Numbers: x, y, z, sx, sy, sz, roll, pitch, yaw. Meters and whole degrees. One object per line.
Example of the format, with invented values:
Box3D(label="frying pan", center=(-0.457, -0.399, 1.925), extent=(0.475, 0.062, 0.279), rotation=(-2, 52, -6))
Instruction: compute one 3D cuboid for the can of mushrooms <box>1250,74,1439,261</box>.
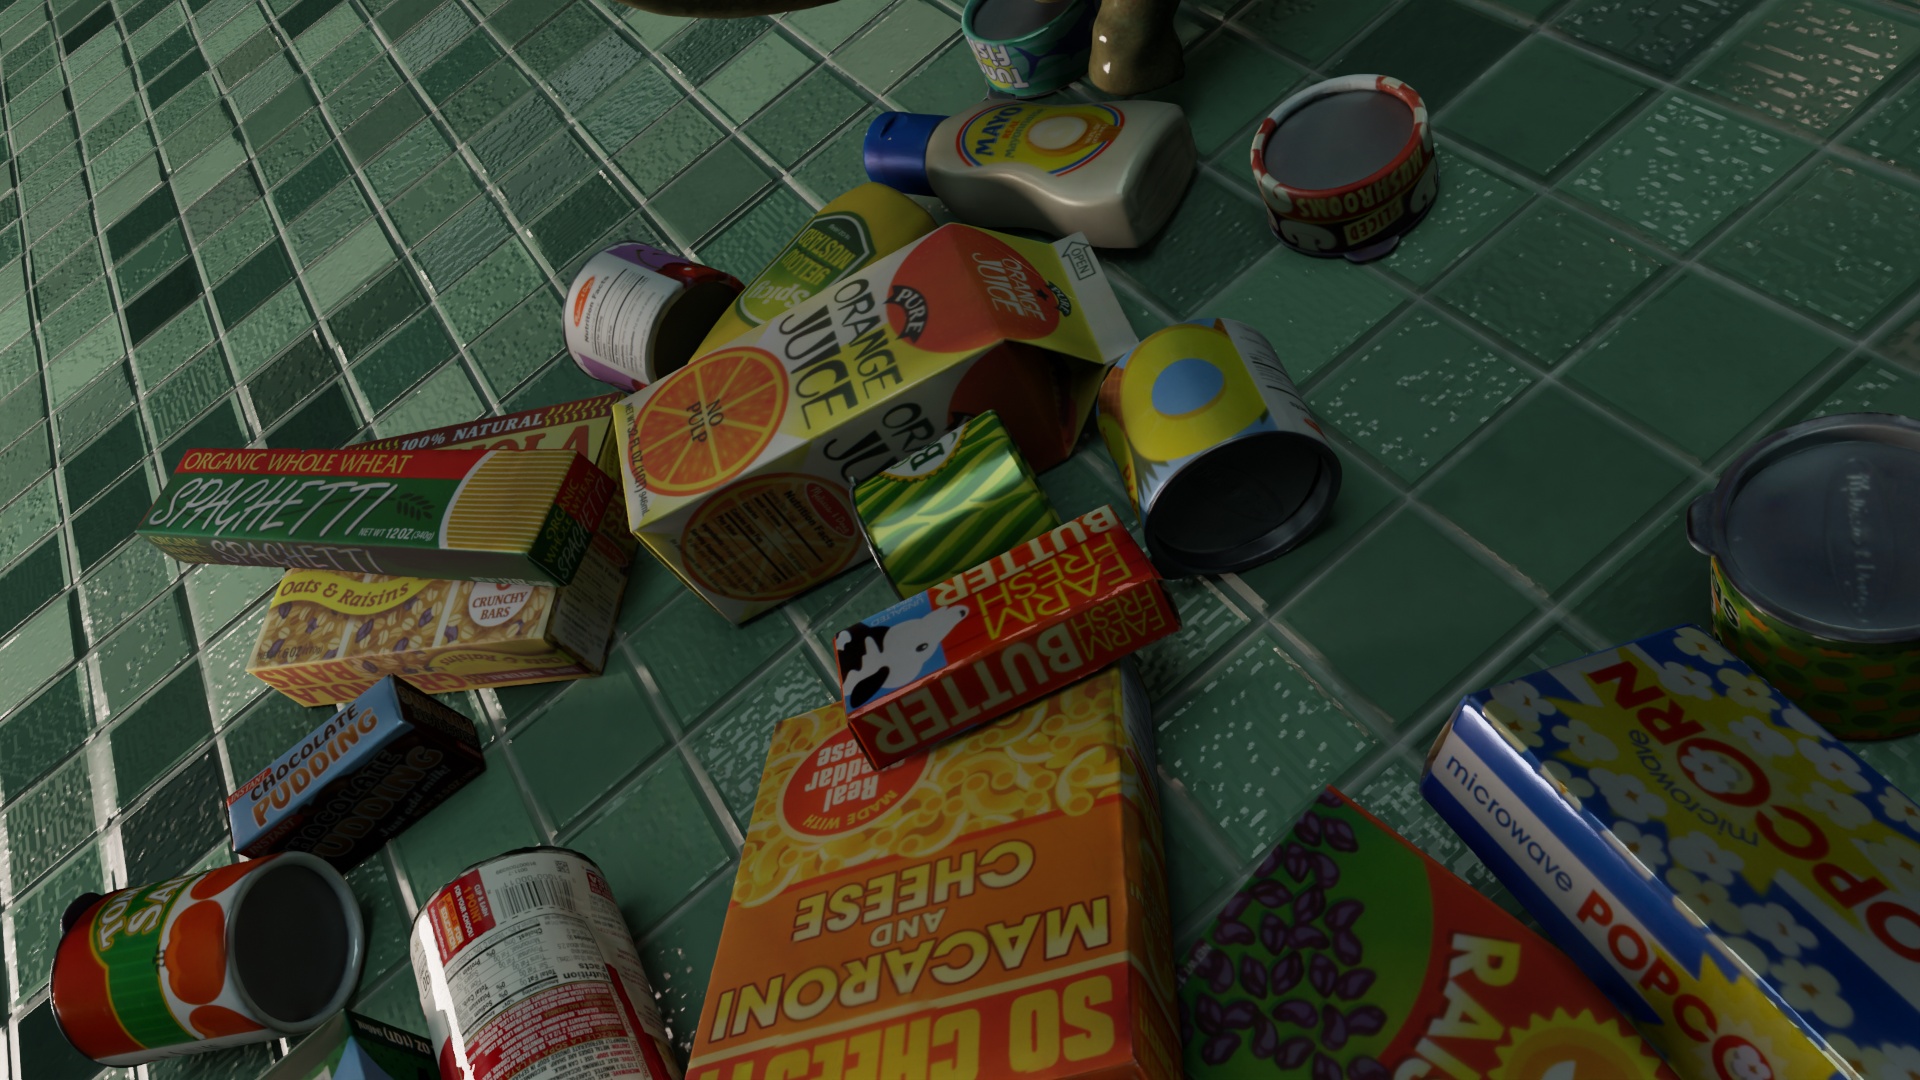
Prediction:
Box3D(label="can of mushrooms", center=(0.146, -0.142, 0.528), extent=(0.071, 0.033, 0.071), rotation=(-14, 52, 18))

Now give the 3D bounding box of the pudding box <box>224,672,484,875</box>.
Box3D(label="pudding box", center=(-0.239, 0.095, 0.550), extent=(0.084, 0.049, 0.030), rotation=(-37, 50, -1))

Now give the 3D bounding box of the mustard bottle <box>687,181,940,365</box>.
Box3D(label="mustard bottle", center=(-0.074, -0.082, 0.590), extent=(0.160, 0.048, 0.065), rotation=(-46, 48, -9))

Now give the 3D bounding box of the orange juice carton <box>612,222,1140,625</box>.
Box3D(label="orange juice carton", center=(-0.028, -0.051, 0.529), extent=(0.192, 0.072, 0.072), rotation=(-27, 49, 8))

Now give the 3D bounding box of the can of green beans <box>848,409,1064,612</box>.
Box3D(label="can of green beans", center=(0.003, -0.004, 0.483), extent=(0.058, 0.071, 0.071), rotation=(-30, 49, 5))

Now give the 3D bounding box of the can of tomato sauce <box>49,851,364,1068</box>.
Box3D(label="can of tomato sauce", center=(-0.278, 0.154, 0.517), extent=(0.083, 0.071, 0.071), rotation=(-15, 52, 17))

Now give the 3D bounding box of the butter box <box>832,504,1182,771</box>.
Box3D(label="butter box", center=(0.012, 0.028, 0.431), extent=(0.103, 0.024, 0.053), rotation=(-25, 27, 3))

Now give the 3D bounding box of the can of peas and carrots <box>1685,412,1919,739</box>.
Box3D(label="can of peas and carrots", center=(0.228, 0.011, 0.360), extent=(0.071, 0.058, 0.071), rotation=(-14, 52, 19))

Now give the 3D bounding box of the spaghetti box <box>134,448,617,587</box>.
Box3D(label="spaghetti box", center=(-0.259, -0.012, 0.597), extent=(0.250, 0.028, 0.050), rotation=(2, 59, 28))

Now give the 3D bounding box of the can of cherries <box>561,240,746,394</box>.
Box3D(label="can of cherries", center=(-0.130, -0.094, 0.618), extent=(0.058, 0.071, 0.072), rotation=(23, 71, 33))

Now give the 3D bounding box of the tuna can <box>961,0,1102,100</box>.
Box3D(label="tuna can", center=(0.034, -0.243, 0.658), extent=(0.071, 0.032, 0.071), rotation=(-14, 52, 18))

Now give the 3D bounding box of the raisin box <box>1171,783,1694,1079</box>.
Box3D(label="raisin box", center=(0.117, 0.132, 0.345), extent=(0.086, 0.040, 0.123), rotation=(-46, 50, -9))

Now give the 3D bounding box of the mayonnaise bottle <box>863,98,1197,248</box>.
Box3D(label="mayonnaise bottle", center=(0.024, -0.163, 0.601), extent=(0.148, 0.041, 0.065), rotation=(16, 63, 34))

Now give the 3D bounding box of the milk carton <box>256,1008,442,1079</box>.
Box3D(label="milk carton", center=(-0.156, 0.237, 0.392), extent=(0.073, 0.072, 0.191), rotation=(-40, 48, -3))

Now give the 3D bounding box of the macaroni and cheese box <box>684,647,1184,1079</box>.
Box3D(label="macaroni and cheese box", center=(-0.004, 0.101, 0.393), extent=(0.123, 0.040, 0.167), rotation=(-19, 29, 15))

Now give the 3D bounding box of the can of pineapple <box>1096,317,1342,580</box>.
Box3D(label="can of pineapple", center=(0.082, -0.030, 0.461), extent=(0.071, 0.070, 0.058), rotation=(-26, 49, 10))

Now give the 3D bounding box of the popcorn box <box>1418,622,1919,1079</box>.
Box3D(label="popcorn box", center=(0.183, 0.079, 0.322), extent=(0.085, 0.038, 0.127), rotation=(-11, 43, -26))

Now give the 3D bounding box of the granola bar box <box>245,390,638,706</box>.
Box3D(label="granola bar box", center=(-0.221, 0.005, 0.612), extent=(0.165, 0.039, 0.125), rotation=(-8, 54, 23))
